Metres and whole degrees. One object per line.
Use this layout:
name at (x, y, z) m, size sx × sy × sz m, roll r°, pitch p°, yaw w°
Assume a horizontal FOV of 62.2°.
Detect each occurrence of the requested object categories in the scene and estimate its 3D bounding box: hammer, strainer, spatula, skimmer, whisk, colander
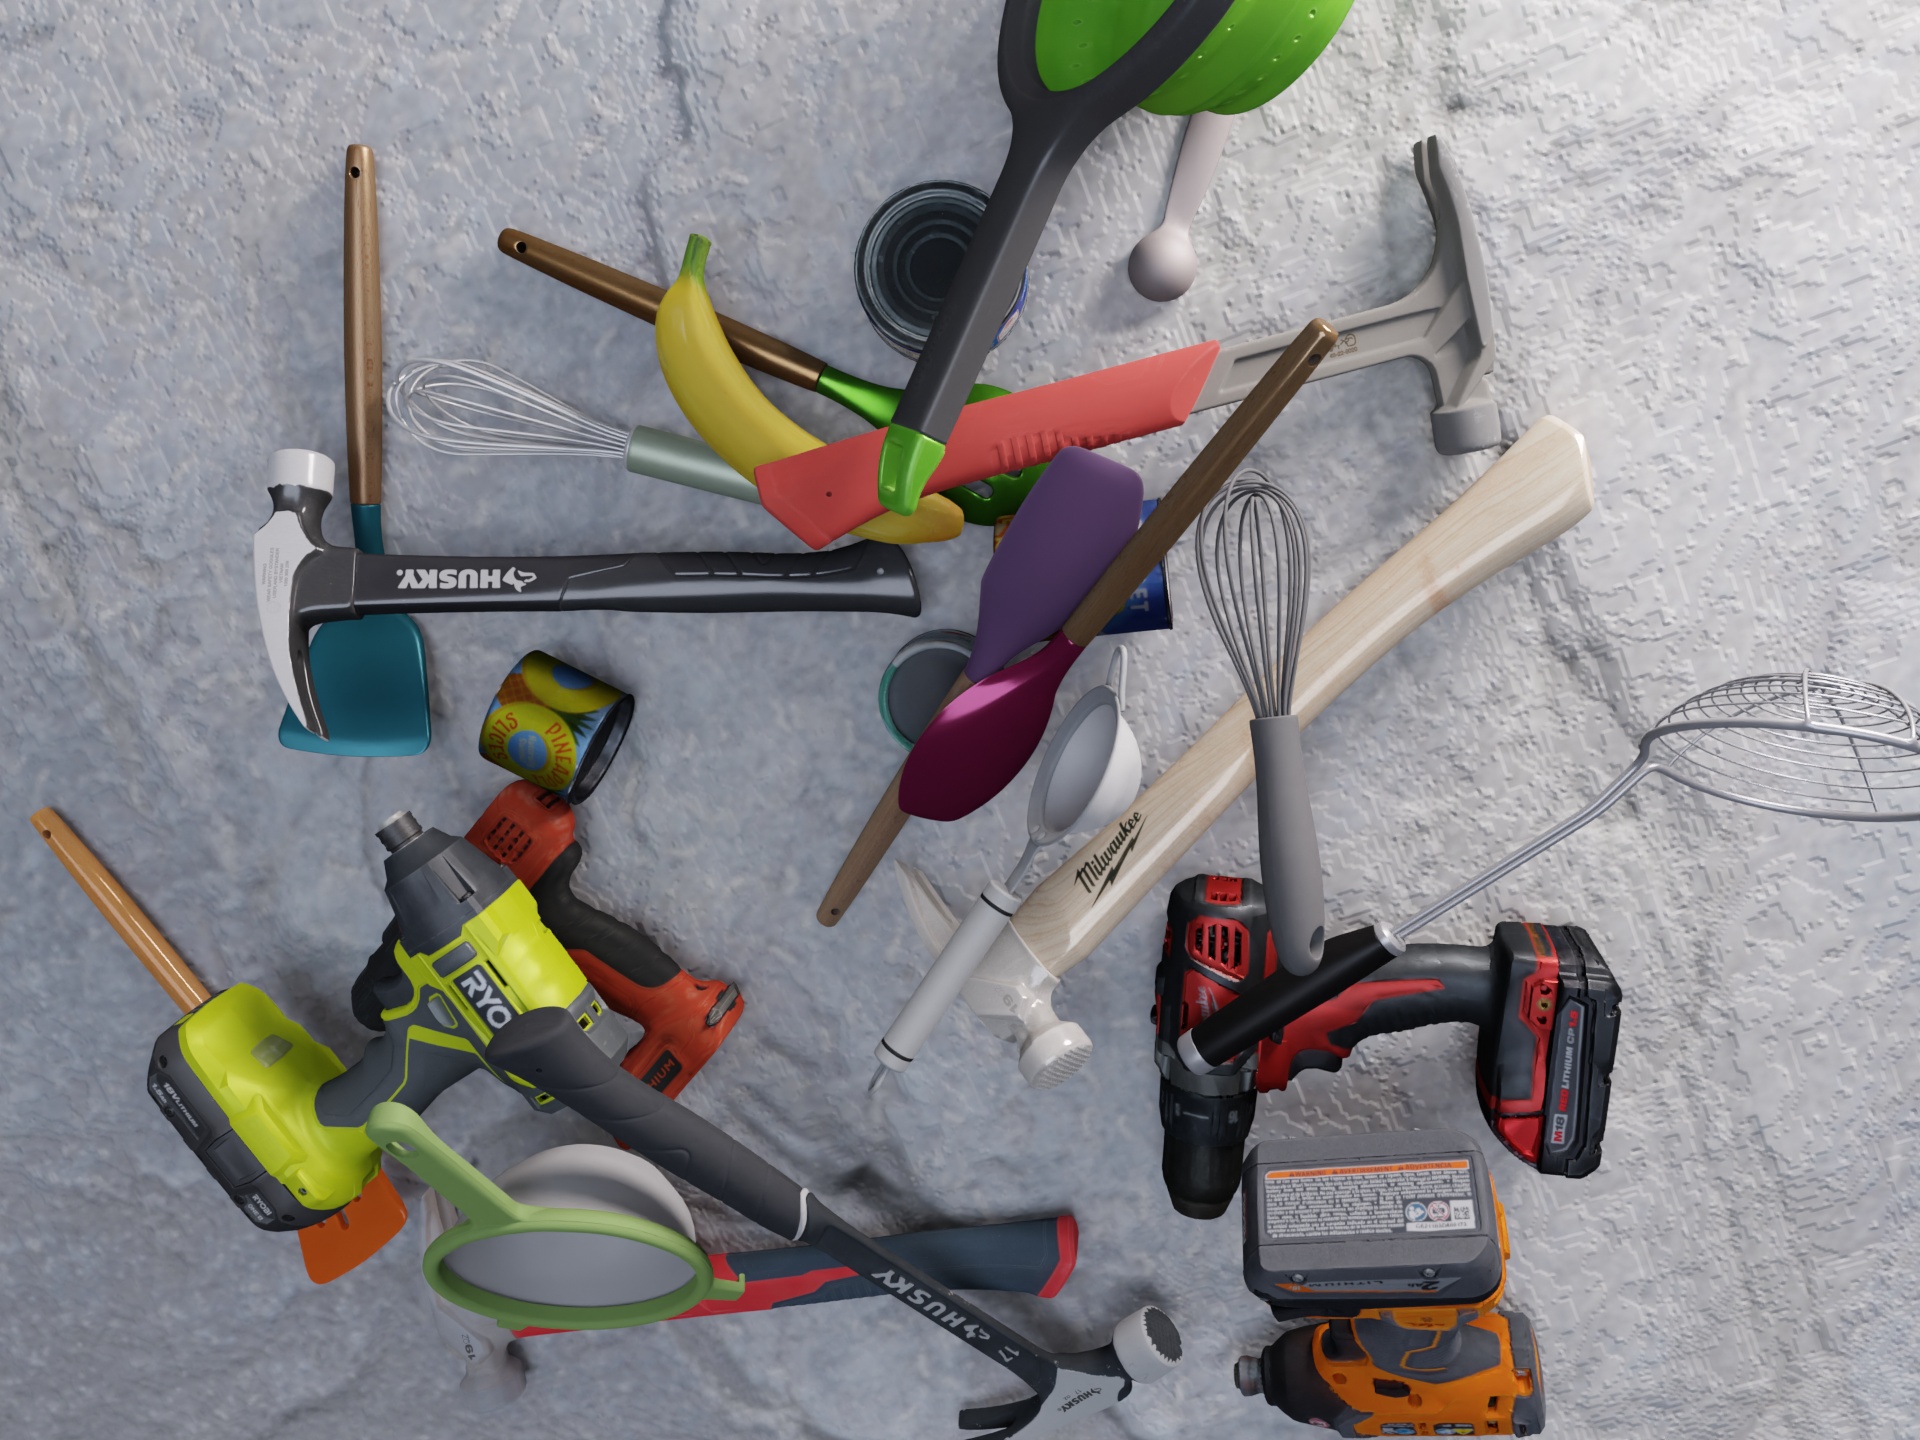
hammer at (-0.187, -0.065, 0.814) m, size 0.334 × 0.035 × 0.146 m, roll 0°, pitch 78°, yaw -4°
strainer at (0.026, 0.082, 0.790) m, size 0.050 × 0.087 × 0.258 m, roll 32°, pitch 97°, yaw -17°
hammer at (-0.125, 0.311, 0.923) m, size 0.386 × 0.038 × 0.143 m, roll -10°, pitch 99°, yaw 9°
spatula at (-0.001, -0.003, 0.800) m, size 0.059 × 0.018 × 0.315 m, roll 21°, pitch 123°, yaw -19°
spatula at (-0.442, 0.183, 0.933) m, size 0.081 × 0.041 × 0.322 m, roll -36°, pitch 95°, yaw 14°
skimmer at (0.257, 0.091, 0.718) m, size 0.363 × 0.090 × 0.127 m, roll -37°, pitch 140°, yaw 22°
hammer at (0.076, -0.161, 0.758) m, size 0.359 × 0.037 × 0.149 m, roll -15°, pitch 101°, yaw -2°
whisk at (-0.178, -0.144, 0.827) m, size 0.246 × 0.059 × 0.057 m, roll 14°, pitch 141°, yaw 0°
hammer at (0.145, -0.003, 0.804) m, size 0.410 × 0.038 × 0.146 m, roll -44°, pitch 59°, yaw 7°
spatula at (-0.318, -0.140, 0.844) m, size 0.082 × 0.044 × 0.317 m, roll 3°, pitch 102°, yaw 1°
hammer at (-0.073, 0.271, 0.837) m, size 0.408 × 0.036 × 0.149 m, roll 39°, pitch 115°, yaw -21°
colander at (0.078, -0.263, 0.706) m, size 0.094 × 0.205 × 0.397 m, roll 21°, pitch 97°, yaw -30°
strainer at (-0.223, 0.239, 0.822) m, size 0.151 × 0.069 × 0.256 m, roll -12°, pitch 138°, yaw 12°
whisk at (0.146, 0.001, 0.746) m, size 0.055 × 0.055 × 0.239 m, roll -7°, pitch 88°, yaw 9°

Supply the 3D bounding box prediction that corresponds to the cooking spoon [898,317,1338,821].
cooking spoon at (0.068, -0.058, 0.748) m, size 0.068 × 0.017 × 0.318 m, roll 15°, pitch 126°, yaw -36°

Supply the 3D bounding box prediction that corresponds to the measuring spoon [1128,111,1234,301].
measuring spoon at (0.113, -0.266, 0.773) m, size 0.034 × 0.018 × 0.124 m, roll 18°, pitch 103°, yaw 3°

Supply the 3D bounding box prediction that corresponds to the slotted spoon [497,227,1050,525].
slotted spoon at (-0.095, -0.184, 0.815) m, size 0.314 × 0.031 × 0.070 m, roll 25°, pitch 100°, yaw 3°

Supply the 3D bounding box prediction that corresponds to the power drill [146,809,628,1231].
power drill at (-0.310, 0.161, 0.844) m, size 0.223 × 0.080 × 0.171 m, roll -32°, pitch 99°, yaw 17°

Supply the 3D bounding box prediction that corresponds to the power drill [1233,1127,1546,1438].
power drill at (0.207, 0.302, 0.817) m, size 0.164 × 0.084 × 0.226 m, roll -9°, pitch 133°, yaw 17°

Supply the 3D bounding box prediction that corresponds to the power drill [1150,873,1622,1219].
power drill at (0.212, 0.182, 0.833) m, size 0.227 × 0.080 × 0.188 m, roll 4°, pitch 103°, yaw 9°
